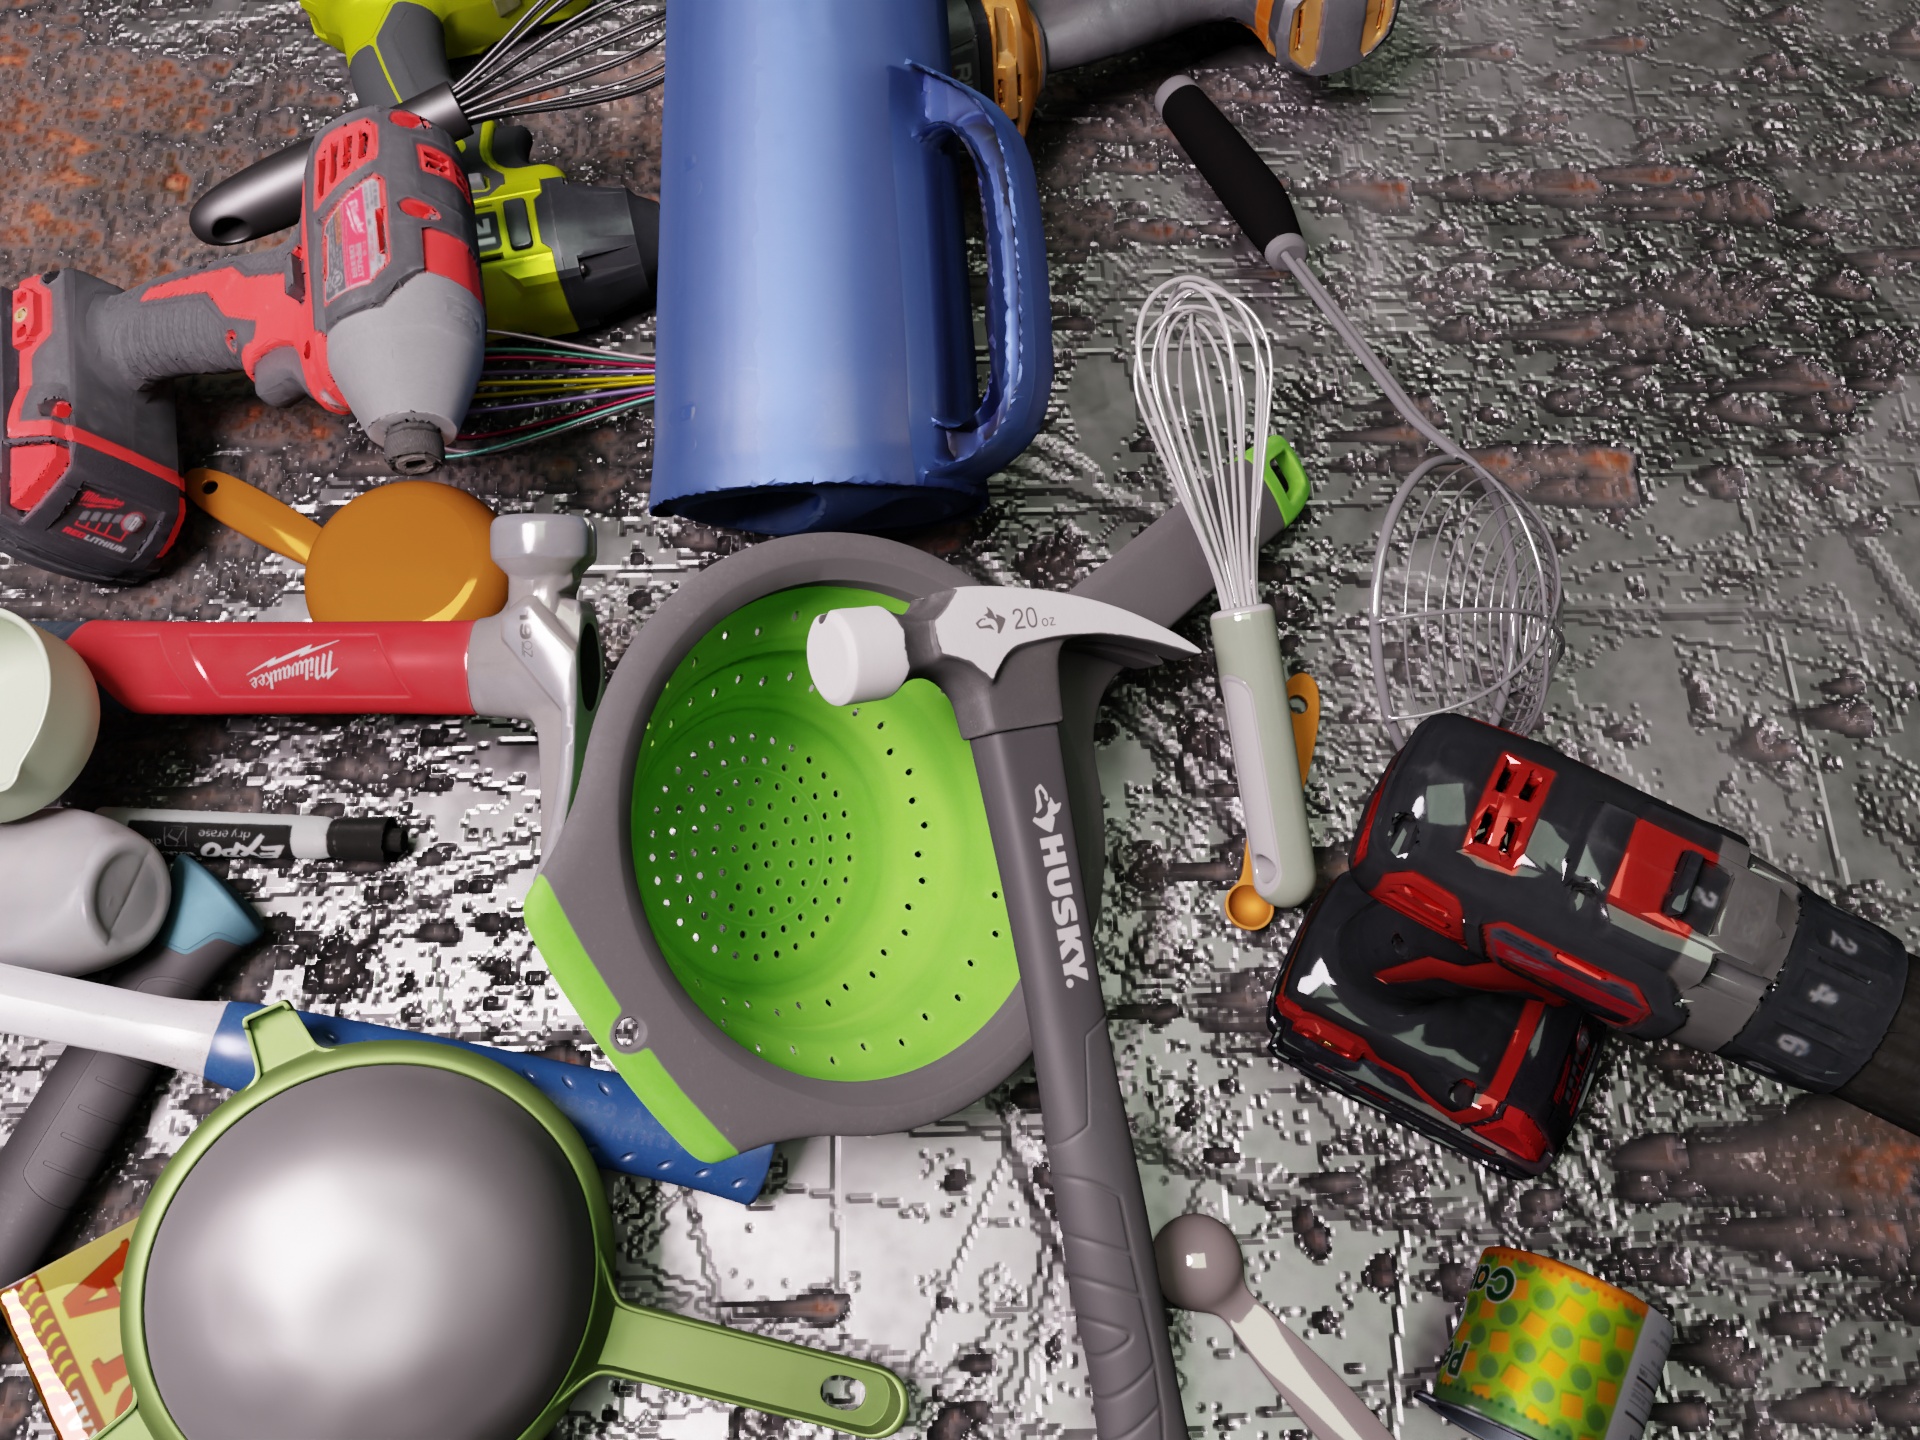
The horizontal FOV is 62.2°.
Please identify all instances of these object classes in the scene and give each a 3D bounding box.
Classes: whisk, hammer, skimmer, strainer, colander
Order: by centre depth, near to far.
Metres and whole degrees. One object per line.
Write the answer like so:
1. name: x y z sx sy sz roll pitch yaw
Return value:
1. strainer: -0.131 0.192 0.499 0.256 0.069 0.151 19 74 -12
2. hammer: -0.262 0.110 0.531 0.405 0.035 0.144 15 71 -14
3. hammer: 0.044 0.118 0.547 0.146 0.035 0.335 -9 87 -34
4. hammer: -0.348 0.202 0.561 0.128 0.033 0.331 22 70 6
5. whisk: 0.106 -0.049 0.612 0.059 0.058 0.246 -10 90 -28
6. hammer: -0.325 -0.005 0.613 0.386 0.038 0.143 0 91 9
7. colander: -0.001 -0.002 0.617 0.397 0.094 0.204 -40 104 -33
8. whisk: -0.211 -0.256 0.662 0.239 0.055 0.055 -27 72 -4
9. skimmer: 0.147 -0.143 0.688 0.090 0.127 0.364 -42 55 27
10. whisk: -0.134 -0.148 0.695 0.245 0.047 0.051 -6 68 -6

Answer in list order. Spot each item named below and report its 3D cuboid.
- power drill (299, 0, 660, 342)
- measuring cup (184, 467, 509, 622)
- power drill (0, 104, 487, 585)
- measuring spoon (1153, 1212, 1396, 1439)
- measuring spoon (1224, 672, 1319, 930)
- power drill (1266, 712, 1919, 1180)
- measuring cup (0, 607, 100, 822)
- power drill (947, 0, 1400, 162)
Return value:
1. power drill: -0.218 -0.278 0.728 0.171 0.080 0.223 -12 73 -5
2. measuring cup: -0.259 -0.074 0.657 0.173 0.052 0.095 28 71 7
3. power drill: -0.284 -0.136 0.624 0.219 0.078 0.143 -17 72 17
4. measuring spoon: 0.117 0.227 0.565 0.034 0.018 0.124 -41 75 -15
5. measuring spoon: 0.127 0.032 0.647 0.021 0.011 0.117 19 66 0
6. power drill: 0.200 0.088 0.507 0.188 0.226 0.080 26 71 9
7. measuring cup: -0.379 0.033 0.570 0.167 0.038 0.083 -46 71 -2
8. power drill: 0.067 -0.356 0.751 0.226 0.084 0.186 -17 53 -8
